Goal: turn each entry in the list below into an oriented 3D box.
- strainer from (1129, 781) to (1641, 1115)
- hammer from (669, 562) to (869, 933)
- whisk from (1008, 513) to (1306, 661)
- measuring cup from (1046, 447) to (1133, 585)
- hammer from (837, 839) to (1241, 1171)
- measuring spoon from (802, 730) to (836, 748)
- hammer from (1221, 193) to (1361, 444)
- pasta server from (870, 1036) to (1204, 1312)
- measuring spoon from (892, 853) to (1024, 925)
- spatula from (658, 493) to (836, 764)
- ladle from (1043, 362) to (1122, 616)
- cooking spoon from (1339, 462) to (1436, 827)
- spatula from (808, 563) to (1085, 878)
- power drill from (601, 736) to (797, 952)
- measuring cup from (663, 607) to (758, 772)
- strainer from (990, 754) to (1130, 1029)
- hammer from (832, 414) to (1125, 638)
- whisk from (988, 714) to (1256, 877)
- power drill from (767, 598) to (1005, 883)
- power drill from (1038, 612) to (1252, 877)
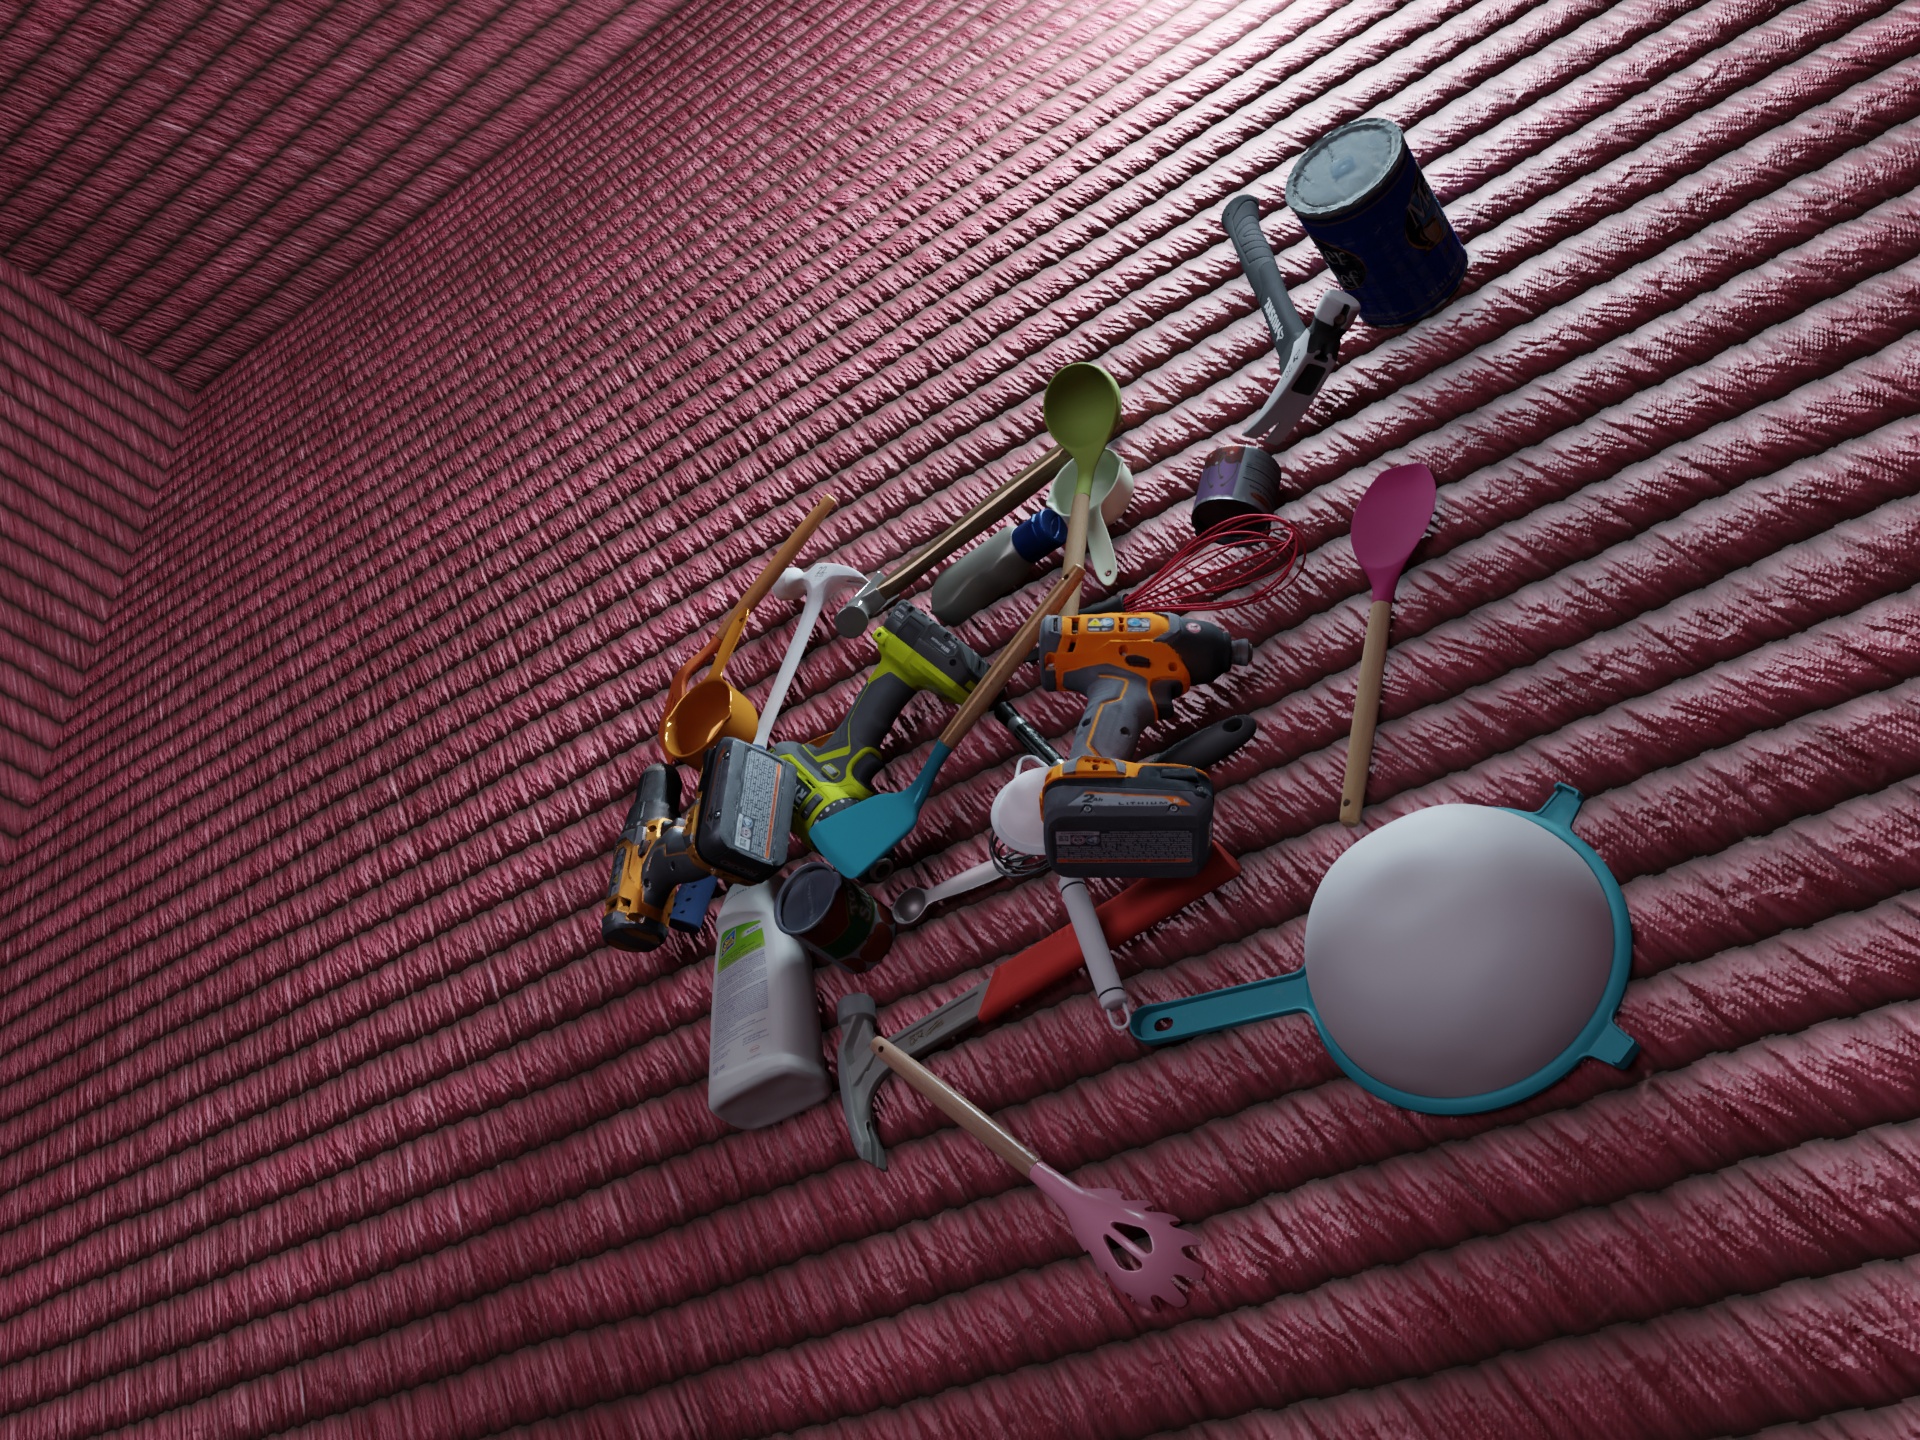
[{"bbox_3d":[0.244,0.149,1.021,0.340,0.095,0.211,-20,48,28],"label":"strainer"},{"bbox_3d":[-0.194,0.017,1.560,0.144,0.035,0.406,-2,59,41],"label":"hammer"},{"bbox_3d":[0.156,-0.102,1.324,0.296,0.073,0.073,-20,48,37],"label":"whisk"},{"bbox_3d":[0.127,-0.173,1.419,0.083,0.038,0.168,-29,46,23],"label":"measuring cup"},{"bbox_3d":[0.054,0.198,1.198,0.359,0.036,0.149,-33,43,18],"label":"hammer"},{"bbox_3d":[-0.155,0.035,1.502,0.117,0.021,0.011,-24,18,-3],"label":"measuring spoon"},{"bbox_3d":[0.273,-0.380,1.419,0.335,0.035,0.146,-94,22,-49],"label":"hammer"},{"bbox_3d":[0.039,0.302,1.109,0.316,0.040,0.060,27,80,45],"label":"pasta server"},{"bbox_3d":[0.000,0.140,1.312,0.124,0.018,0.034,-25,46,17],"label":"measuring spoon"},{"bbox_3d":[-0.226,-0.099,1.641,0.322,0.041,0.081,-51,30,8],"label":"spatula"},{"bbox_3d":[0.095,-0.178,1.373,0.078,0.062,0.320,-17,50,36],"label":"ladle"},{"bbox_3d":[0.310,-0.064,1.184,0.069,0.017,0.319,-8,54,39],"label":"cooking spoon"},{"bbox_3d":[-0.002,-0.004,1.311,0.317,0.044,0.082,-53,42,3],"label":"spatula"},{"bbox_3d":[-0.241,0.093,1.435,0.226,0.084,0.186,-32,43,41],"label":"power drill"},{"bbox_3d":[-0.226,-0.027,1.556,0.095,0.052,0.174,-6,55,40],"label":"measuring cup"},{"bbox_3d":[0.081,0.113,1.173,0.087,0.050,0.259,-19,53,0],"label":"strainer"},{"bbox_3d":[0.016,-0.189,1.505,0.331,0.031,0.130,-37,9,3],"label":"hammer"},{"bbox_3d":[0.124,0.056,1.242,0.239,0.055,0.055,-29,44,16],"label":"whisk"},{"bbox_3d":[-0.067,0.023,1.413,0.228,0.080,0.191,-52,44,0],"label":"power drill"},{"bbox_3d":[0.138,0.006,1.174,0.164,0.084,0.227,-1,46,6],"label":"power drill"}]
